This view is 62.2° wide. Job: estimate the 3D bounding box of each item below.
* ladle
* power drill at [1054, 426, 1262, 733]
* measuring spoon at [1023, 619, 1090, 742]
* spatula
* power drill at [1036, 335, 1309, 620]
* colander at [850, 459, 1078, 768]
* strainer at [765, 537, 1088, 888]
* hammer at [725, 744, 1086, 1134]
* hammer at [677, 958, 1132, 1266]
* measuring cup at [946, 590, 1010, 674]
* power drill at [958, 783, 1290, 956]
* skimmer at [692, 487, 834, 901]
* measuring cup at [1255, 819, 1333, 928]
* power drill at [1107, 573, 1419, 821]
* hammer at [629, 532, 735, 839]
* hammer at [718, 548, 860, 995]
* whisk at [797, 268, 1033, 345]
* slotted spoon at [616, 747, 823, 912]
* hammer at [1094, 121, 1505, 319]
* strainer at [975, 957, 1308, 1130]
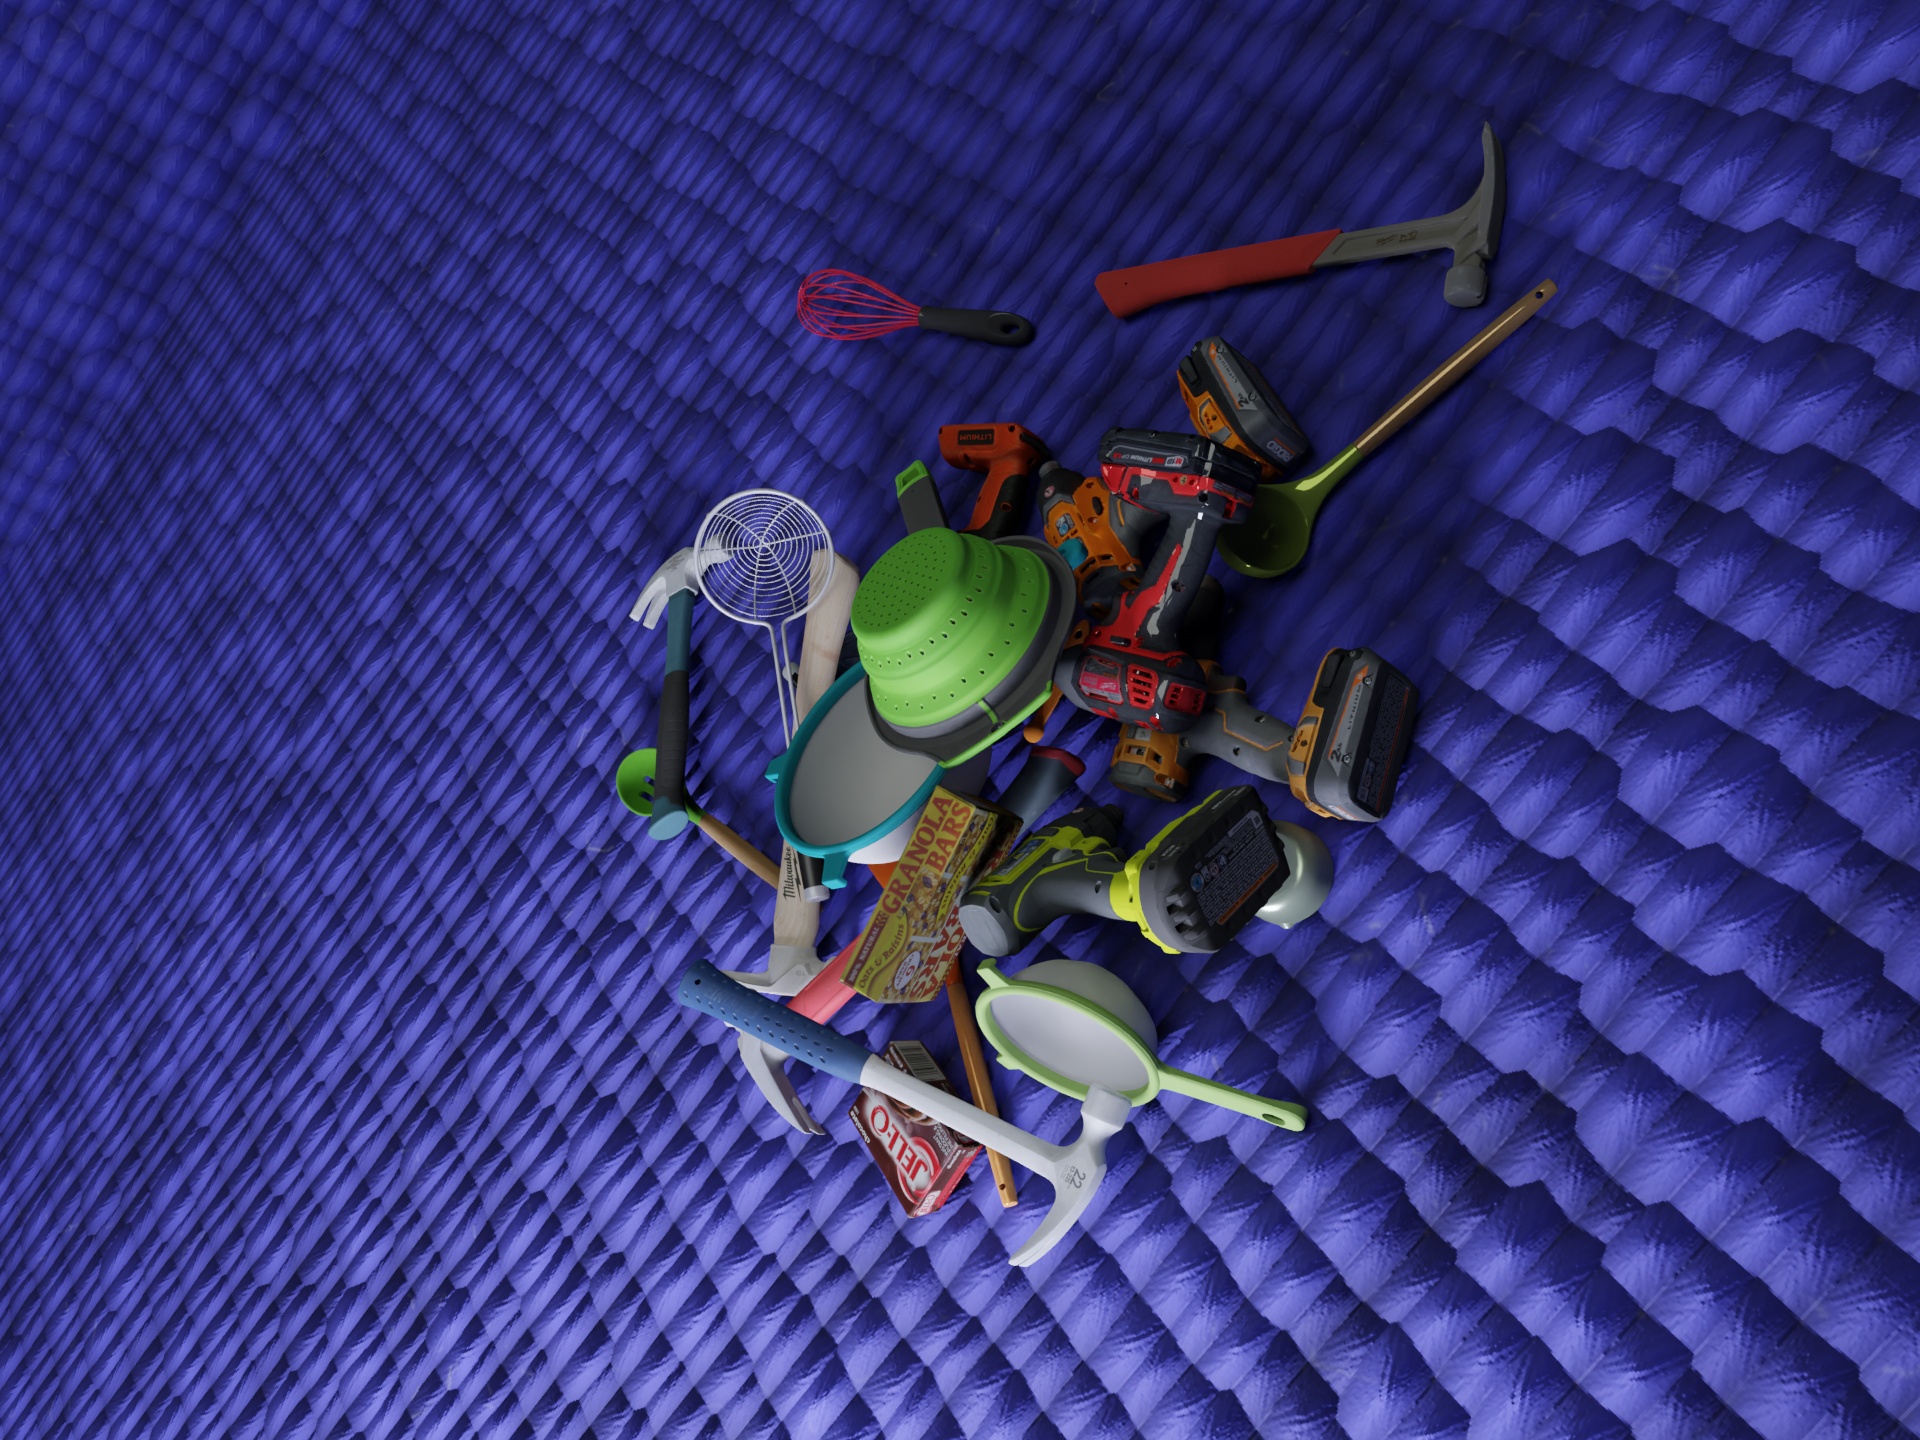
[{"bbox_3d":[0.329,-0.228,1.233,0.320,0.062,0.078,-41,84,14],"label":"ladle"},{"bbox_3d":[0.141,-0.107,1.224,0.143,0.078,0.219,16,93,46],"label":"power drill"},{"bbox_3d":[0.083,-0.035,1.374,0.021,0.011,0.117,25,89,40],"label":"measuring spoon"},{"bbox_3d":[-0.004,0.241,1.317,0.081,0.041,0.323,-28,59,21],"label":"spatula"},{"bbox_3d":[0.162,-0.212,1.338,0.226,0.084,0.164,-41,53,23],"label":"power drill"},{"bbox_3d":[-0.032,-0.131,1.301,0.204,0.094,0.398,-37,36,15],"label":"colander"},{"bbox_3d":[-0.002,-0.004,1.313,0.340,0.095,0.211,-44,35,4],"label":"strainer"},{"bbox_3d":[-0.034,0.172,1.321,0.386,0.038,0.143,-44,60,11],"label":"hammer"},{"bbox_3d":[-0.068,0.286,1.260,0.406,0.035,0.144,19,78,31],"label":"hammer"},{"bbox_3d":[-0.002,-0.051,1.388,0.173,0.052,0.095,-27,95,27],"label":"measuring cup"},{"bbox_3d":[0.124,0.108,1.184,0.171,0.080,0.223,-37,18,-36],"label":"power drill"},{"bbox_3d":[-0.156,-0.024,1.410,0.127,0.090,0.363,-9,74,-5],"label":"skimmer"},{"bbox_3d":[0.198,0.118,1.210,0.167,0.038,0.083,-10,68,32],"label":"measuring cup"},{"bbox_3d":[0.229,-0.020,1.217,0.226,0.084,0.185,8,77,43],"label":"power drill"},{"bbox_3d":[-0.289,-0.034,1.622,0.128,0.033,0.331,-23,54,31],"label":"hammer"},{"bbox_3d":[-0.148,0.045,1.463,0.146,0.038,0.411,-1,79,28],"label":"hammer"},{"bbox_3d":[-0.051,-0.405,1.590,0.296,0.073,0.073,17,84,33],"label":"whisk"},{"bbox_3d":[-0.235,0.111,1.552,0.314,0.031,0.070,31,83,38],"label":"slotted spoon"},{"bbox_3d":[0.276,-0.400,1.349,0.359,0.036,0.149,1,74,37],"label":"hammer"},{"bbox_3d":[0.139,0.236,1.185,0.256,0.151,0.069,15,53,21],"label":"strainer"}]
